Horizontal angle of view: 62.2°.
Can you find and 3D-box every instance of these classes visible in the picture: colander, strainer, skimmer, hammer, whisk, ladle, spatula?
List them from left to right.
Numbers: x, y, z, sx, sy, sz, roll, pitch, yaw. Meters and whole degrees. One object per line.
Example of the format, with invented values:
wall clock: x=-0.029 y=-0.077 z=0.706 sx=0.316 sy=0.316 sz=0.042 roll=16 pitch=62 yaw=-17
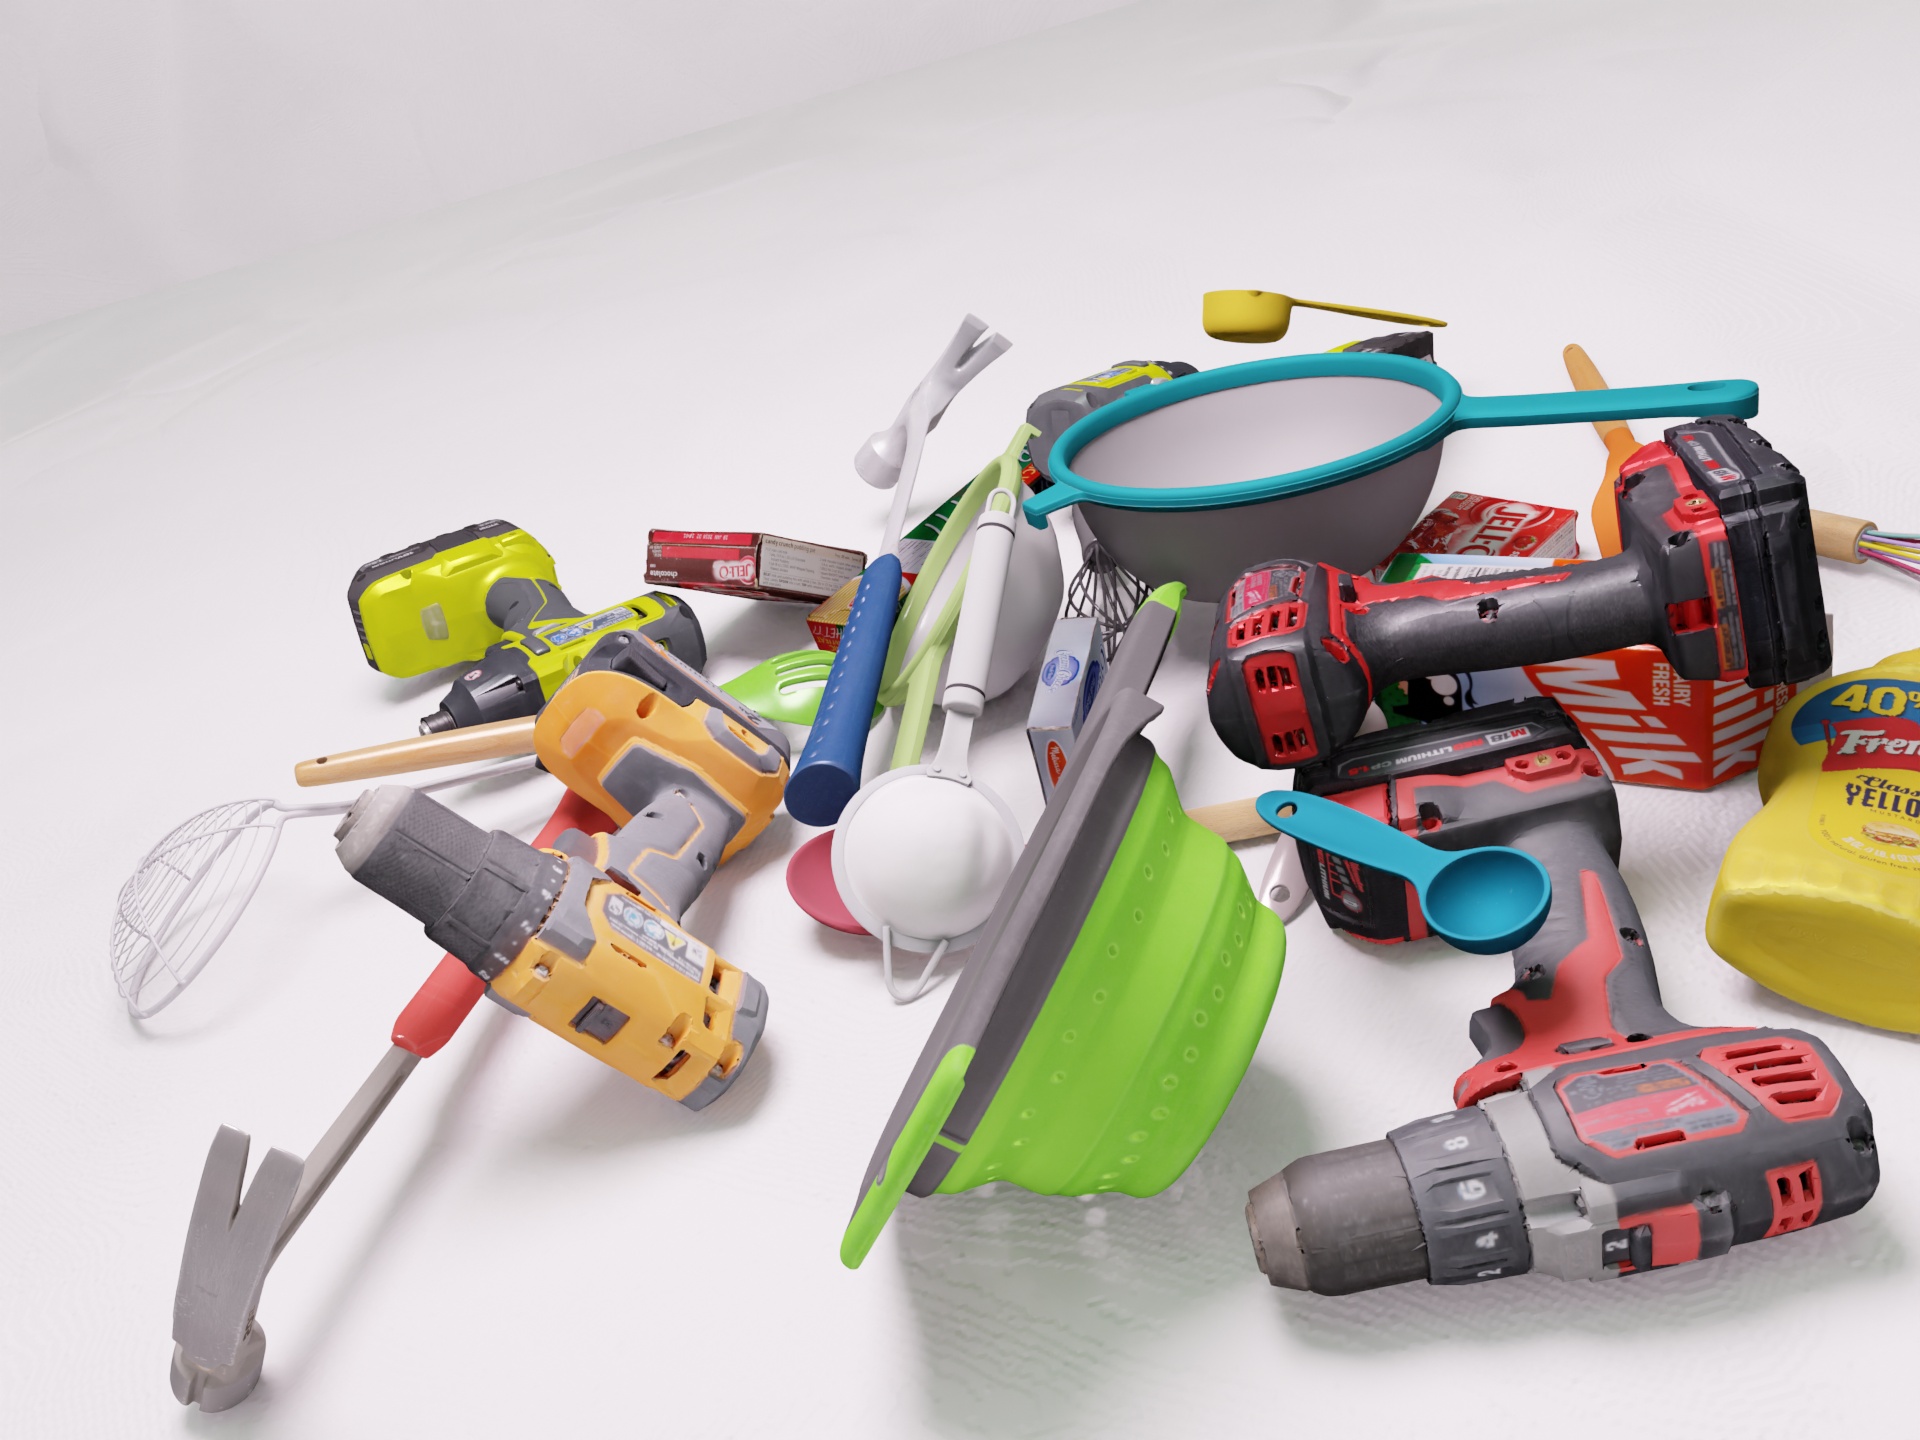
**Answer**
hammer: x=-0.221 y=0.112 z=0.695 sx=0.036 sy=0.149 sz=0.359 roll=25 pitch=31 yaw=-2
skimmer: x=-0.277 y=0.061 z=0.874 sx=0.363 sy=0.090 sz=0.127 roll=-16 pitch=24 yaw=-19
hammer: x=-0.040 y=-0.095 z=0.895 sx=0.144 sy=0.035 sz=0.406 roll=-47 pitch=20 yaw=34
strainer: x=-0.001 y=-0.002 z=0.724 sx=0.087 sy=0.050 sz=0.259 roll=13 pitch=63 yaw=-4
strainer: x=0.009 y=-0.028 z=0.823 sx=0.069 sy=0.151 sz=0.257 roll=26 pitch=41 yaw=-13
whisk: x=0.085 y=-0.096 z=0.940 sx=0.055 sy=0.055 sz=0.239 roll=-12 pitch=27 yaw=7
ladle: x=0.077 y=0.053 z=0.724 sx=0.315 sy=0.031 sz=0.069 roll=-11 pitch=42 yaw=6
colander: x=0.075 y=0.057 z=0.626 sx=0.094 sy=0.204 sz=0.397 roll=27 pitch=36 yaw=2
strainer: x=0.215 y=-0.117 z=0.809 sx=0.340 sy=0.095 sz=0.211 roll=1 pitch=29 yaw=25
spatula: x=0.377 y=-0.161 z=0.909 sx=0.081 sy=0.041 sz=0.323 roll=-38 pitch=14 yaw=27
whisk: x=0.445 y=-0.080 z=0.748 sx=0.047 sy=0.051 sz=0.245 roll=-34 pitch=32 yaw=-17

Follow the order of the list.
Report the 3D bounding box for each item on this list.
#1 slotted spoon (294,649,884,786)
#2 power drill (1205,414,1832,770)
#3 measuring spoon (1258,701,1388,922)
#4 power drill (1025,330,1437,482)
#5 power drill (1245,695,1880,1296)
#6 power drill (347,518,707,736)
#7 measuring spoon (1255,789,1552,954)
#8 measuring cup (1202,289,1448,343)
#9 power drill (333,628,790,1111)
slotted spoon: x=-0.194 y=0.001 z=0.860 sx=0.313 sy=0.031 sz=0.070 roll=-10 pitch=37 yaw=-14
power drill: x=0.208 y=-0.048 z=0.633 sx=0.219 sy=0.078 sz=0.143 roll=-13 pitch=20 yaw=17
measuring spoon: x=0.156 y=0.035 z=0.694 sx=0.034 sy=0.018 sz=0.124 roll=17 pitch=59 yaw=22
power drill: x=0.179 y=-0.200 z=1.014 sx=0.228 sy=0.080 sz=0.190 roll=5 pitch=22 yaw=33
power drill: x=0.178 y=0.098 z=0.564 sx=0.188 sy=0.080 sz=0.227 roll=-14 pitch=35 yaw=5
power drill: x=-0.287 y=-0.050 z=0.995 sx=0.171 sy=0.080 sz=0.223 roll=-26 pitch=34 yaw=-31
measuring spoon: x=0.153 y=0.052 z=0.564 sx=0.042 sy=0.021 sz=0.129 roll=-40 pitch=33 yaw=-17
measuring cup: x=0.231 y=-0.251 z=1.014 sx=0.156 sy=0.029 sz=0.062 roll=7 pitch=7 yaw=1
power drill: x=-0.165 y=0.047 z=0.707 sx=0.084 sy=0.185 sz=0.226 roll=-45 pitch=21 yaw=23
